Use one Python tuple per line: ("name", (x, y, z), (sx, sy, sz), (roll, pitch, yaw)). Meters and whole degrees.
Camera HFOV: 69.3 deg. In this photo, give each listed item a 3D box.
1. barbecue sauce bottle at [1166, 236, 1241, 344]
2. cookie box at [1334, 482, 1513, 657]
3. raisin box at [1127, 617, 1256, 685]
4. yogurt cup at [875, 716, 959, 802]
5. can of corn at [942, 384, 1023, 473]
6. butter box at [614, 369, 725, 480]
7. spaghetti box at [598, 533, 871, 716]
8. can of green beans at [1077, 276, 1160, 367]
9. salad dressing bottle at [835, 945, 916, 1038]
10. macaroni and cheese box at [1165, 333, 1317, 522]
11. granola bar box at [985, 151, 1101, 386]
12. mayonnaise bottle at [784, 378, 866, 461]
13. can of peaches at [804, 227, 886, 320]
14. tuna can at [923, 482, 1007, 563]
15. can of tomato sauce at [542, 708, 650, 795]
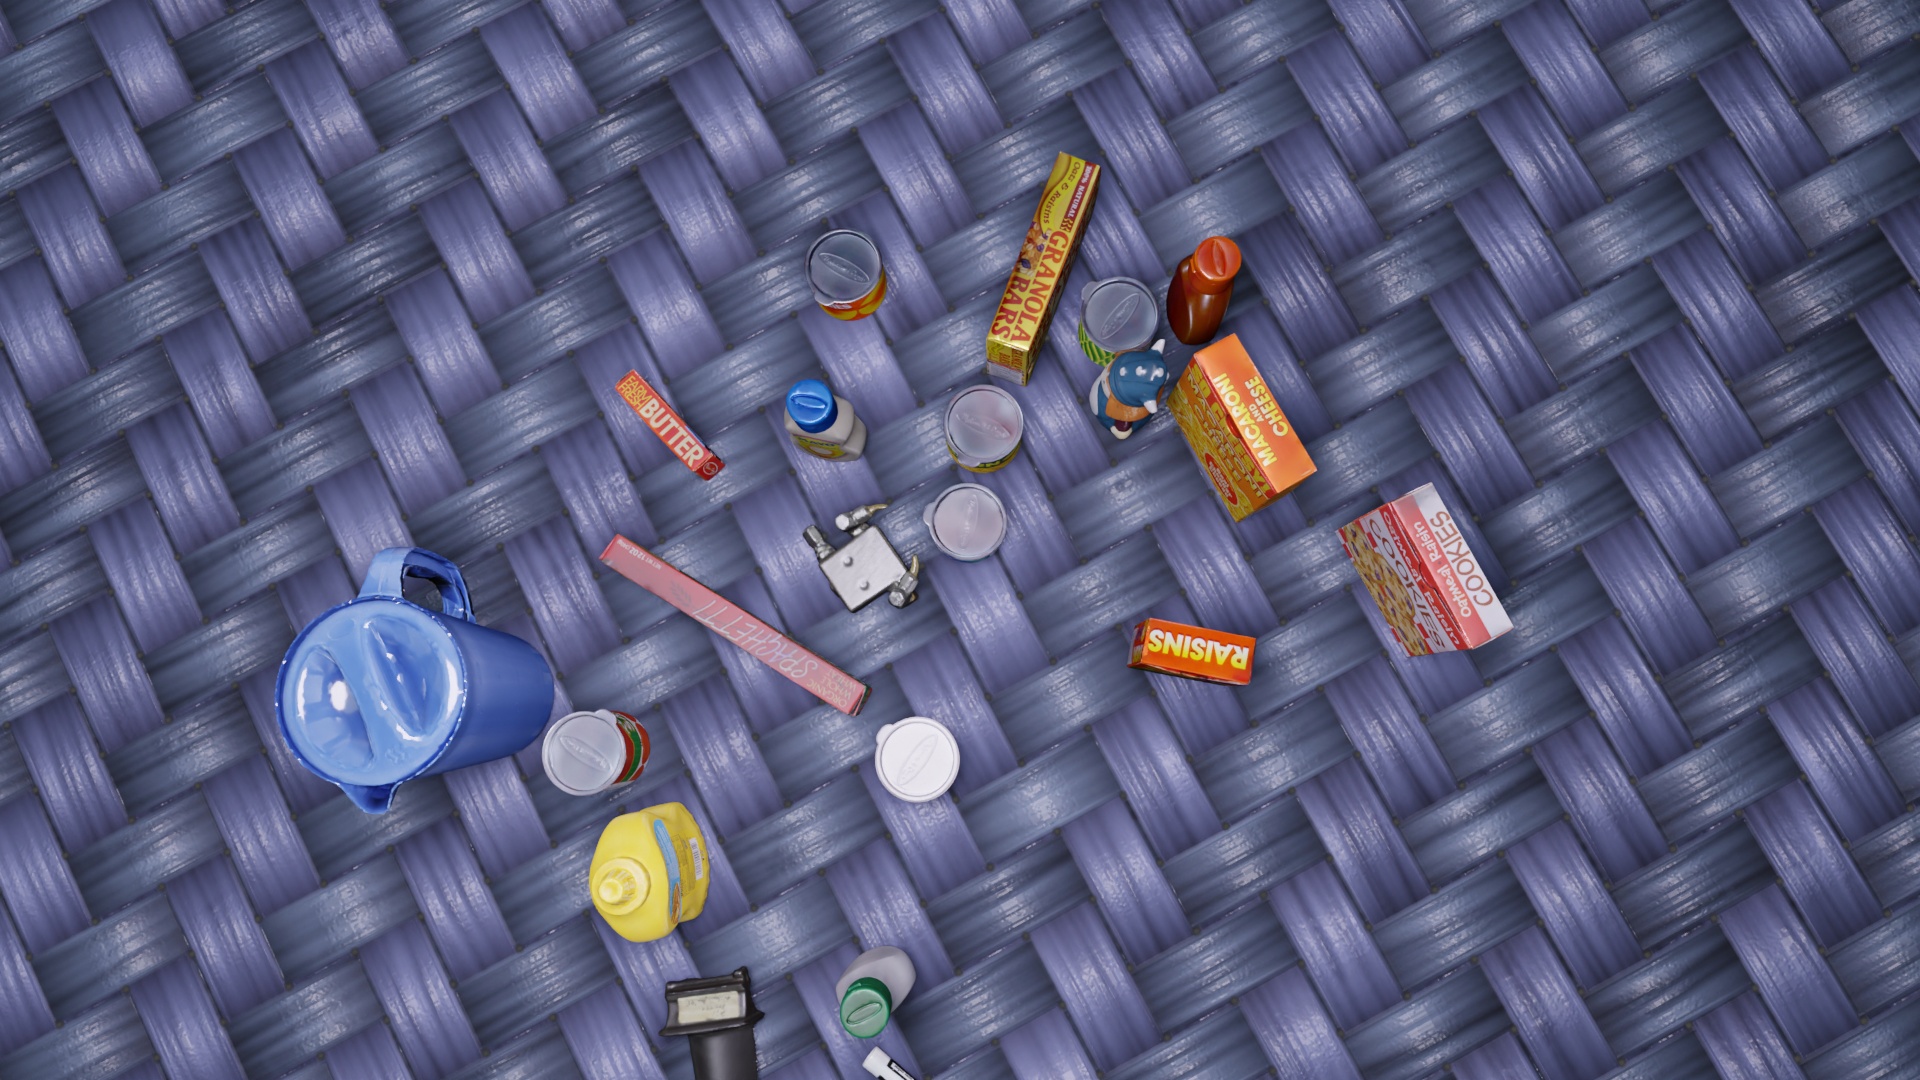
("barbecue sauce bottle", (0.199, -0.208, 1.138), (0.044, 0.148, 0.065), (-9, 83, 1))
("cookie box", (0.360, 0.028, 1.094), (0.040, 0.167, 0.123), (-28, 83, -2))
("raisin box", (0.182, 0.091, 1.113), (0.086, 0.123, 0.040), (12, 84, 3))
("yogurt cup", (-0.034, 0.179, 1.142), (0.072, 0.054, 0.072), (0, 83, 1))
("can of corn", (0.018, -0.091, 1.173), (0.071, 0.058, 0.071), (0, 83, 1))
("butter box", (-0.247, -0.097, 1.183), (0.024, 0.053, 0.103), (-43, 84, -4))
("spaghetti box", (-0.186, 0.072, 1.161), (0.250, 0.050, 0.029), (31, 85, 5))
("can of green beans", (0.134, -0.185, 1.183), (0.071, 0.058, 0.071), (0, 83, 1))
("salad dressing bottle", (-0.068, 0.349, 1.073), (0.064, 0.147, 0.044), (-26, 83, -2))
("macaroni and cheese box", (0.220, -0.085, 1.113), (0.040, 0.166, 0.124), (-29, 83, -2))
("granola bar box", (0.069, -0.221, 1.155), (0.039, 0.124, 0.165), (21, 84, 4))
("mayonnaise bottle", (-0.114, -0.097, 1.132), (0.065, 0.148, 0.041), (12, 84, 3))
("can of peaches", (-0.099, -0.226, 1.194), (0.071, 0.058, 0.071), (0, 83, 1))
("tuna can", (0.004, -0.015, 1.176), (0.071, 0.033, 0.071), (0, 83, 1))
("can of tomato sauce", (-0.295, 0.170, 1.135), (0.071, 0.083, 0.071), (0, 83, 2))
